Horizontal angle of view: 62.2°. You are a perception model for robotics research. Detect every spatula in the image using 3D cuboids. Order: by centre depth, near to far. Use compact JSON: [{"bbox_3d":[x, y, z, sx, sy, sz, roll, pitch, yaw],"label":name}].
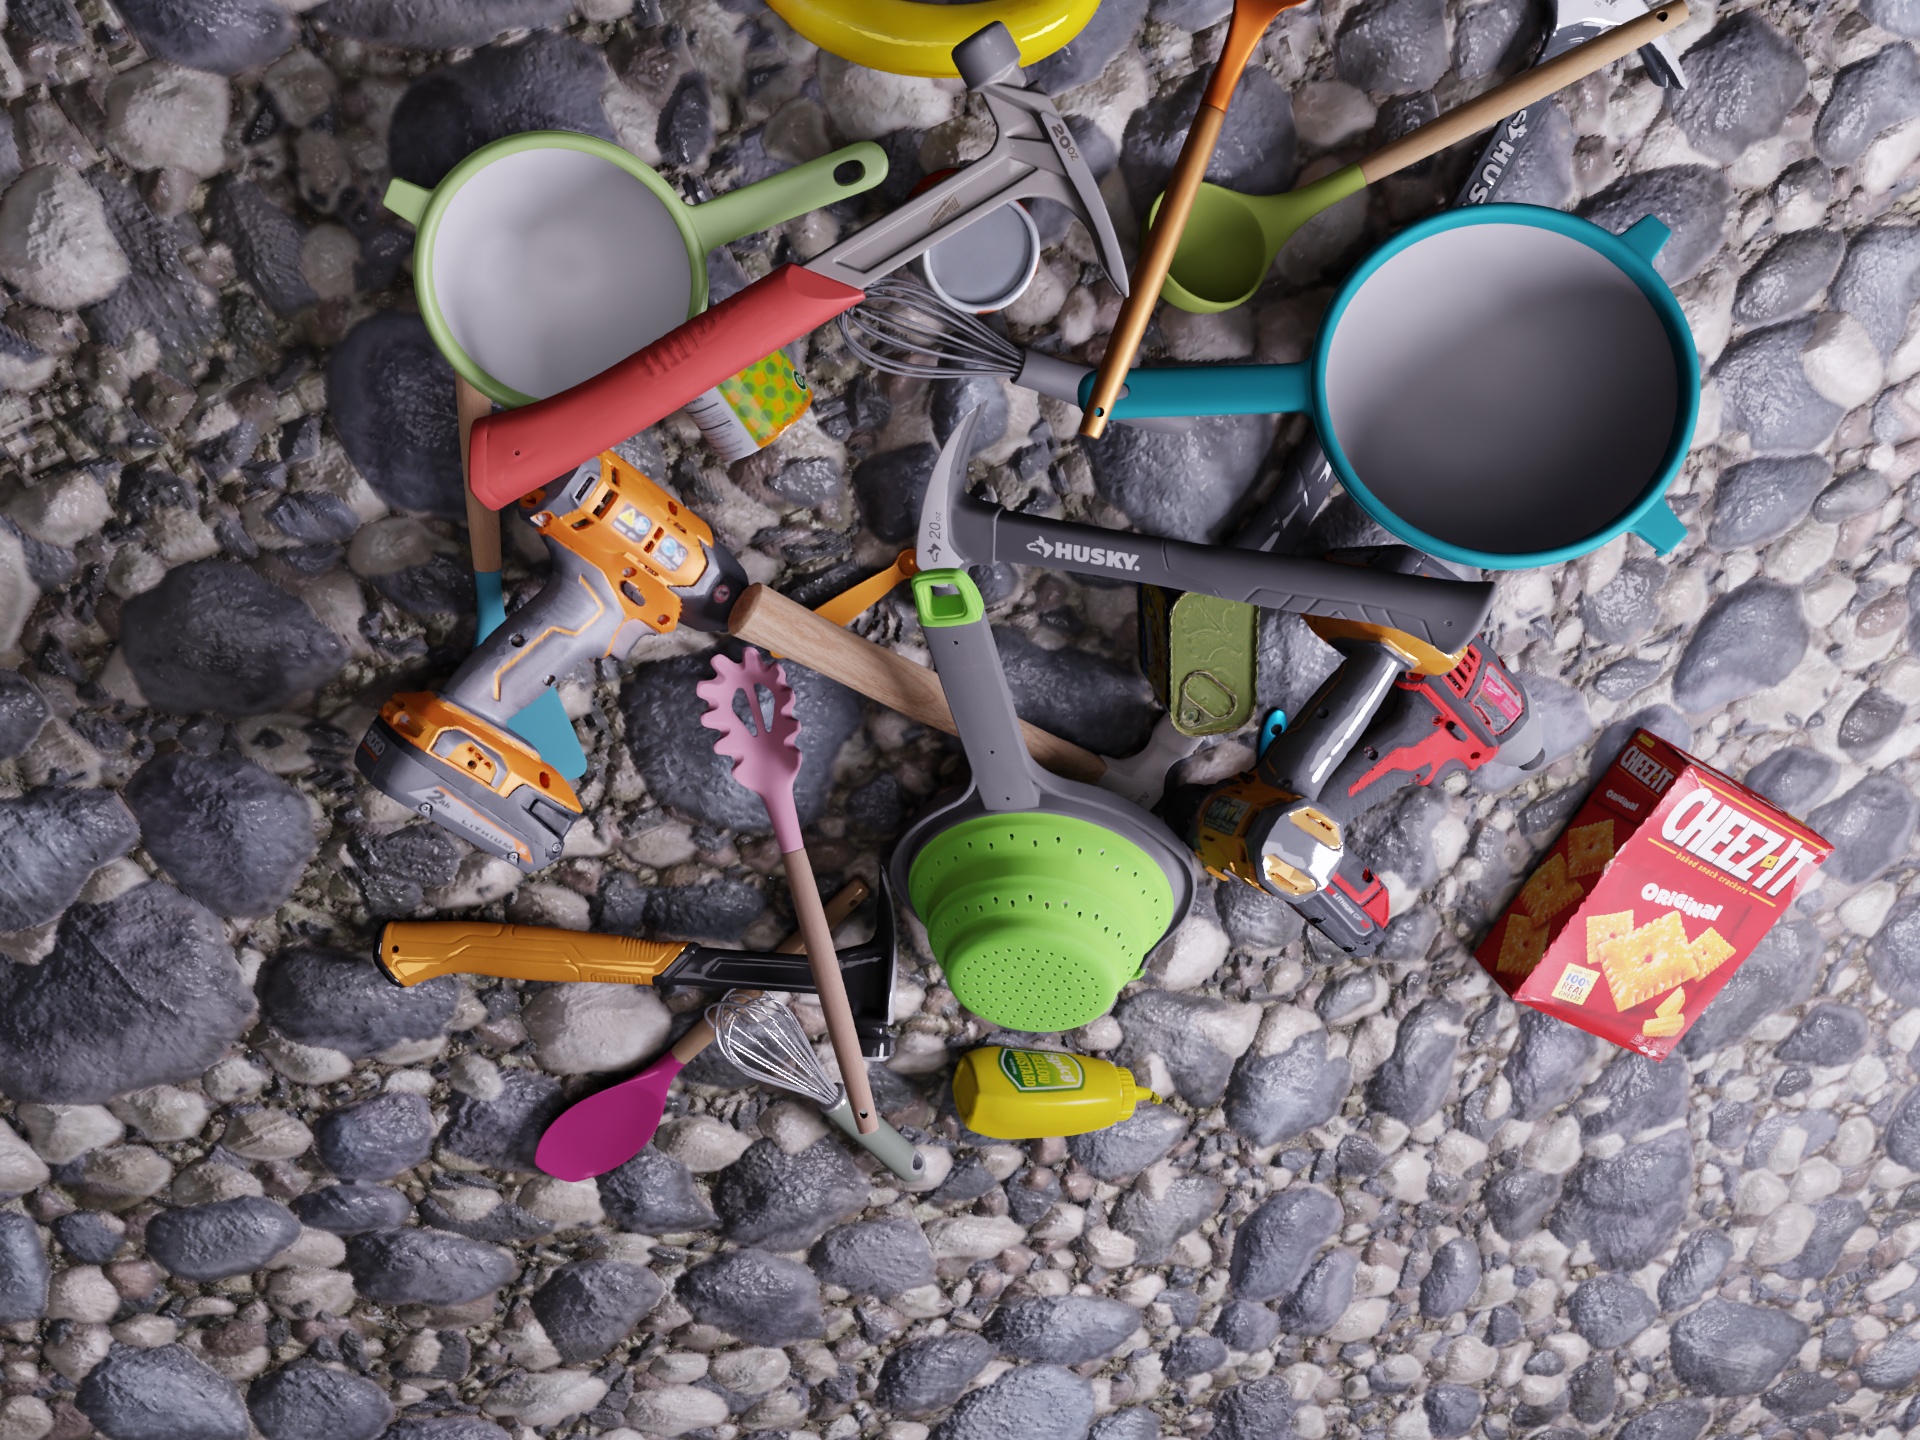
[{"bbox_3d":[0.127,-0.310,0.873,0.081,0.041,0.322,19,100,-11],"label":"spatula"},{"bbox_3d":[-0.272,-0.110,0.922,0.082,0.044,0.317,-10,116,-26],"label":"spatula"}]

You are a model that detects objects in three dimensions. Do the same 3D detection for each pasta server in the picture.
[{"bbox_3d":[-0.100,0.109,1.002,0.060,0.040,0.316,-15,91,1],"label":"pasta server"}]

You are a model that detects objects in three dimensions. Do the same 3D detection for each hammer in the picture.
[{"bbox_3d":[-0.096,-0.203,0.830,0.359,0.037,0.149,-29,109,7],"label":"hammer"},{"bbox_3d":[0.134,-0.094,0.915,0.335,0.035,0.146,11,120,18],"label":"hammer"},{"bbox_3d":[0.281,-0.258,0.970,0.149,0.036,0.409,21,110,-21],"label":"hammer"},{"bbox_3d":[-0.002,-0.003,1.008,0.331,0.031,0.130,25,113,-31],"label":"hammer"},{"bbox_3d":[-0.209,0.149,1.036,0.337,0.034,0.127,3,85,-2],"label":"hammer"}]

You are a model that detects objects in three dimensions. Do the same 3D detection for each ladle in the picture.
[{"bbox_3d":[0.250,-0.322,0.889,0.320,0.062,0.078,-24,89,13],"label":"ladle"}]

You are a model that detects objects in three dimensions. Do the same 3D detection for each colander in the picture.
[{"bbox_3d":[0.030,0.080,0.977,0.204,0.095,0.396,-5,135,15],"label":"colander"}]

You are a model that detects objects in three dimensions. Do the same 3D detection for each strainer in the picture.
[{"bbox_3d":[-0.163,-0.261,0.855,0.256,0.069,0.151,-21,120,0],"label":"strainer"},{"bbox_3d":[0.240,-0.181,0.926,0.340,0.095,0.211,0,82,6],"label":"strainer"}]

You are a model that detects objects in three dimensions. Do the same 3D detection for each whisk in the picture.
[{"bbox_3d":[0.036,-0.208,0.937,0.238,0.055,0.055,13,112,-21],"label":"whisk"},{"bbox_3d":[-0.097,0.264,1.130,0.059,0.058,0.246,-13,133,33],"label":"whisk"}]

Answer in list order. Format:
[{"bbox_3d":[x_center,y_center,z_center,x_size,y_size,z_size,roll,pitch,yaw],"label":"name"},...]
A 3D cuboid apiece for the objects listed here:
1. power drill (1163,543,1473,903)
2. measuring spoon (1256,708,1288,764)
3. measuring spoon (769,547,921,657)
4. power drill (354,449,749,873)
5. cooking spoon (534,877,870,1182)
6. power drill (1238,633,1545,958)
[{"bbox_3d":[0.219,0.002,1.023,0.084,0.185,0.226,32,86,-14],"label":"power drill"},{"bbox_3d":[0.218,0.054,1.113,0.042,0.021,0.128,-3,115,-10],"label":"measuring spoon"},{"bbox_3d":[-0.072,-0.074,1.001,0.117,0.011,0.021,-33,122,9],"label":"measuring spoon"},{"bbox_3d":[-0.221,-0.031,0.921,0.164,0.084,0.226,37,83,-35],"label":"power drill"},{"bbox_3d":[-0.179,0.218,1.113,0.319,0.017,0.068,-43,123,11],"label":"cooking spoon"},{"bbox_3d":[0.300,0.045,1.087,0.143,0.079,0.219,41,91,-25],"label":"power drill"}]
